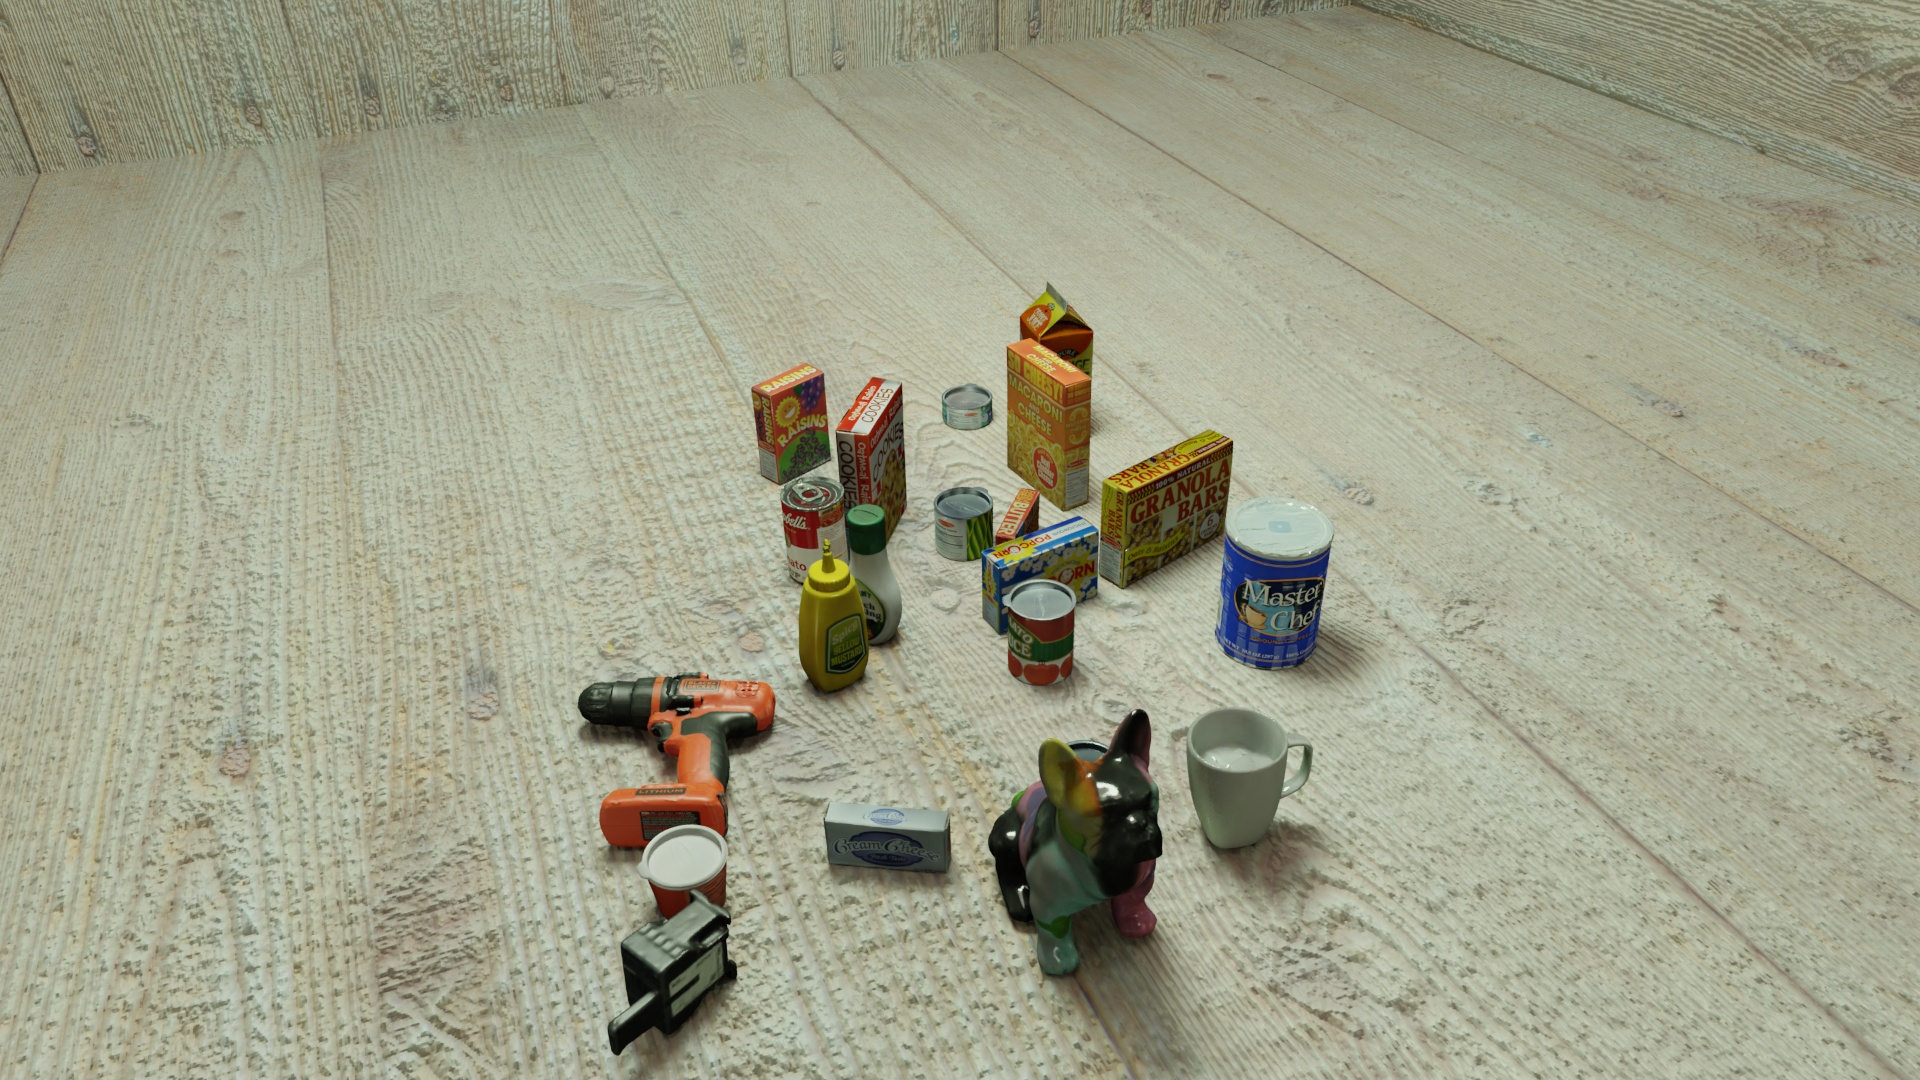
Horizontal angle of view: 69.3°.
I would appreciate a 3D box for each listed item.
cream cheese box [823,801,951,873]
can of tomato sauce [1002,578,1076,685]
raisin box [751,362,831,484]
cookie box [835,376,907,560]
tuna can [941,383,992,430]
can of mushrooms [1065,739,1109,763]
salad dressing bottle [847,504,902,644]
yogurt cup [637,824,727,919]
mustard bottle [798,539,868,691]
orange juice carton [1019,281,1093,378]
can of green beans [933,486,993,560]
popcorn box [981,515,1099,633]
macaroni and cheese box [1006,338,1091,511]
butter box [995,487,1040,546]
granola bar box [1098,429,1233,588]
[{"bbox_3d":[-0.060,0.248,1.156,0.104,0.053,0.024,4,34,7],"label":"cream cheese box"},{"bbox_3d":[0.077,0.090,1.359,0.071,0.082,0.071,-1,34,1],"label":"can of tomato sauce"},{"bbox_3d":[-0.203,-0.141,1.674,0.040,0.122,0.086,28,44,36],"label":"raisin box"},{"bbox_3d":[-0.097,-0.079,1.540,0.040,0.166,0.123,7,35,13],"label":"cookie box"},{"bbox_3d":[0.009,-0.173,1.796,0.071,0.032,0.071,-1,34,1],"label":"tuna can"},{"bbox_3d":[0.110,0.211,1.223,0.071,0.033,0.071,-1,34,1],"label":"can of mushrooms"},{"bbox_3d":[-0.091,0.034,1.390,0.064,0.146,0.044,18,38,26],"label":"salad dressing bottle"},{"bbox_3d":[-0.220,0.273,1.124,0.072,0.053,0.073,-1,34,1],"label":"yogurt cup"},{"bbox_3d":[-0.124,0.069,1.328,0.065,0.159,0.049,-25,41,-31],"label":"mustard bottle"},{"bbox_3d":[0.118,-0.221,1.722,0.073,0.191,0.072,-10,35,-13],"label":"orange juice carton"},{"bbox_3d":[0.004,-0.018,1.545,0.071,0.057,0.071,-1,34,1],"label":"can of green beans"},{"bbox_3d":[0.083,0.035,1.440,0.127,0.084,0.038,-20,38,-25],"label":"popcorn box"},{"bbox_3d":[0.102,-0.136,1.619,0.040,0.165,0.124,-19,38,-25],"label":"macaroni and cheese box"},{"bbox_3d":[0.063,-0.010,1.535,0.024,0.052,0.104,9,35,15],"label":"butter box"},{"bbox_3d":[0.223,-0.035,1.504,0.166,0.123,0.039,-26,41,-32],"label":"granola bar box"}]
